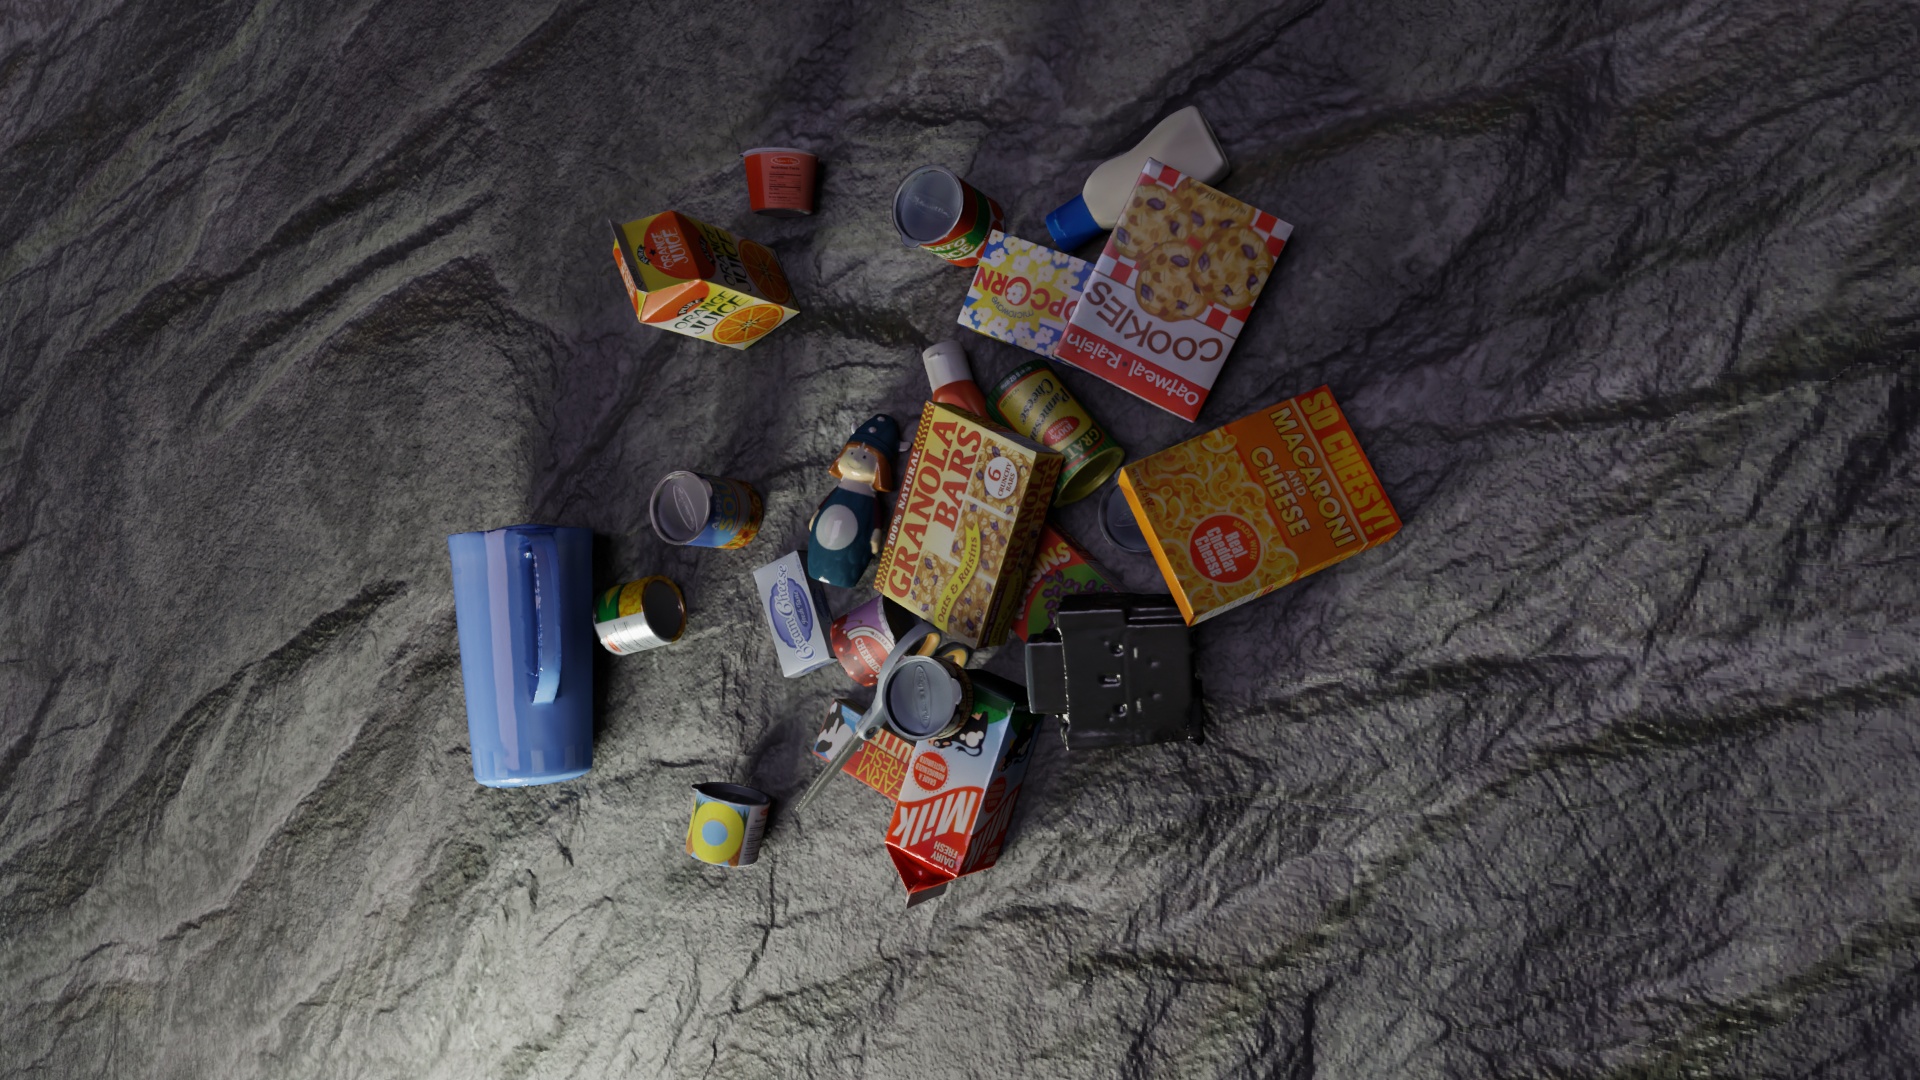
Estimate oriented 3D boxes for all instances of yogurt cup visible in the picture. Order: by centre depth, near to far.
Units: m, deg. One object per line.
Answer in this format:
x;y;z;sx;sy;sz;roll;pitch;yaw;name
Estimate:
-0.162;-0.324;1.260;0.072;0.072;0.054;3;96;27;yogurt cup

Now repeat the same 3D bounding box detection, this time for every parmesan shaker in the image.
0.073;-0.087;1.119;0.071;0.071;0.103;-45;69;17;parmesan shaker

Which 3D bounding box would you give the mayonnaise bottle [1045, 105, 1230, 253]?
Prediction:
0.139;-0.284;1.118;0.148;0.041;0.065;-28;78;23;mayonnaise bottle

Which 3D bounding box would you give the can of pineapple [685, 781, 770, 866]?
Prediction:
-0.208;0.251;1.234;0.071;0.071;0.058;13;93;27;can of pineapple

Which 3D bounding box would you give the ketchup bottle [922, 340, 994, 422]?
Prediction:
0.004;-0.094;1.168;0.064;0.043;0.149;-23;76;30;ketchup bottle

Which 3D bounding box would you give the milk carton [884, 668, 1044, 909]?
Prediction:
0.000;0.206;1.131;0.073;0.072;0.190;20;96;27;milk carton

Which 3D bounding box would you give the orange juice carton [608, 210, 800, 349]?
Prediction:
-0.231;-0.229;1.213;0.073;0.193;0.072;-29;75;23;orange juice carton

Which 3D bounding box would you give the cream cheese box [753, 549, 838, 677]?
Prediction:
-0.145;0.066;1.241;0.053;0.024;0.104;-25;75;24;cream cheese box

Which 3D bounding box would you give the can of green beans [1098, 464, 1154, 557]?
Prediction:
0.148;-0.020;1.082;0.071;0.058;0.071;-2;85;27;can of green beans

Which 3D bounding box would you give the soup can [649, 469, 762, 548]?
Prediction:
-0.226;-0.028;1.256;0.071;0.084;0.071;-2;86;26;soup can

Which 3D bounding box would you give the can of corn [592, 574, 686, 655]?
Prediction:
-0.298;0.067;1.295;0.058;0.071;0.071;-15;80;24;can of corn

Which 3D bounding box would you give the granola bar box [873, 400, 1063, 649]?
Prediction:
0.004;-0.014;1.112;0.124;0.039;0.165;28;108;37;granola bar box

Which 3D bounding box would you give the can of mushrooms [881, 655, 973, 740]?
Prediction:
-0.023;0.123;1.090;0.071;0.033;0.071;-3;83;27;can of mushrooms

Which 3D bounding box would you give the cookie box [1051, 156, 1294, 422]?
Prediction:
0.162;-0.191;1.076;0.123;0.040;0.167;26;98;1;cookie box

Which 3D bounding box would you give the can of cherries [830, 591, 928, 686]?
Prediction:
-0.068;0.084;1.175;0.058;0.071;0.071;-29;74;22;can of cherries

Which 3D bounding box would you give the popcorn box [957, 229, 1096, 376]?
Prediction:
0.070;-0.196;1.146;0.127;0.038;0.085;25;99;26;popcorn box

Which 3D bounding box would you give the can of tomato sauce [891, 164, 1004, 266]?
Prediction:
-0.009;-0.269;1.166;0.071;0.083;0.071;-2;86;27;can of tomato sauce

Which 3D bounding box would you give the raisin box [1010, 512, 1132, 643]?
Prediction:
0.067;0.036;1.129;0.123;0.040;0.086;45;106;23;raisin box

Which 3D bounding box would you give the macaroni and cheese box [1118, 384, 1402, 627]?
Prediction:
0.218;-0.027;1.020;0.167;0.040;0.124;-22;75;-5;macaroni and cheese box

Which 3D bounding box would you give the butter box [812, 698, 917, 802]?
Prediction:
-0.074;0.181;1.196;0.103;0.024;0.053;26;97;26;butter box
